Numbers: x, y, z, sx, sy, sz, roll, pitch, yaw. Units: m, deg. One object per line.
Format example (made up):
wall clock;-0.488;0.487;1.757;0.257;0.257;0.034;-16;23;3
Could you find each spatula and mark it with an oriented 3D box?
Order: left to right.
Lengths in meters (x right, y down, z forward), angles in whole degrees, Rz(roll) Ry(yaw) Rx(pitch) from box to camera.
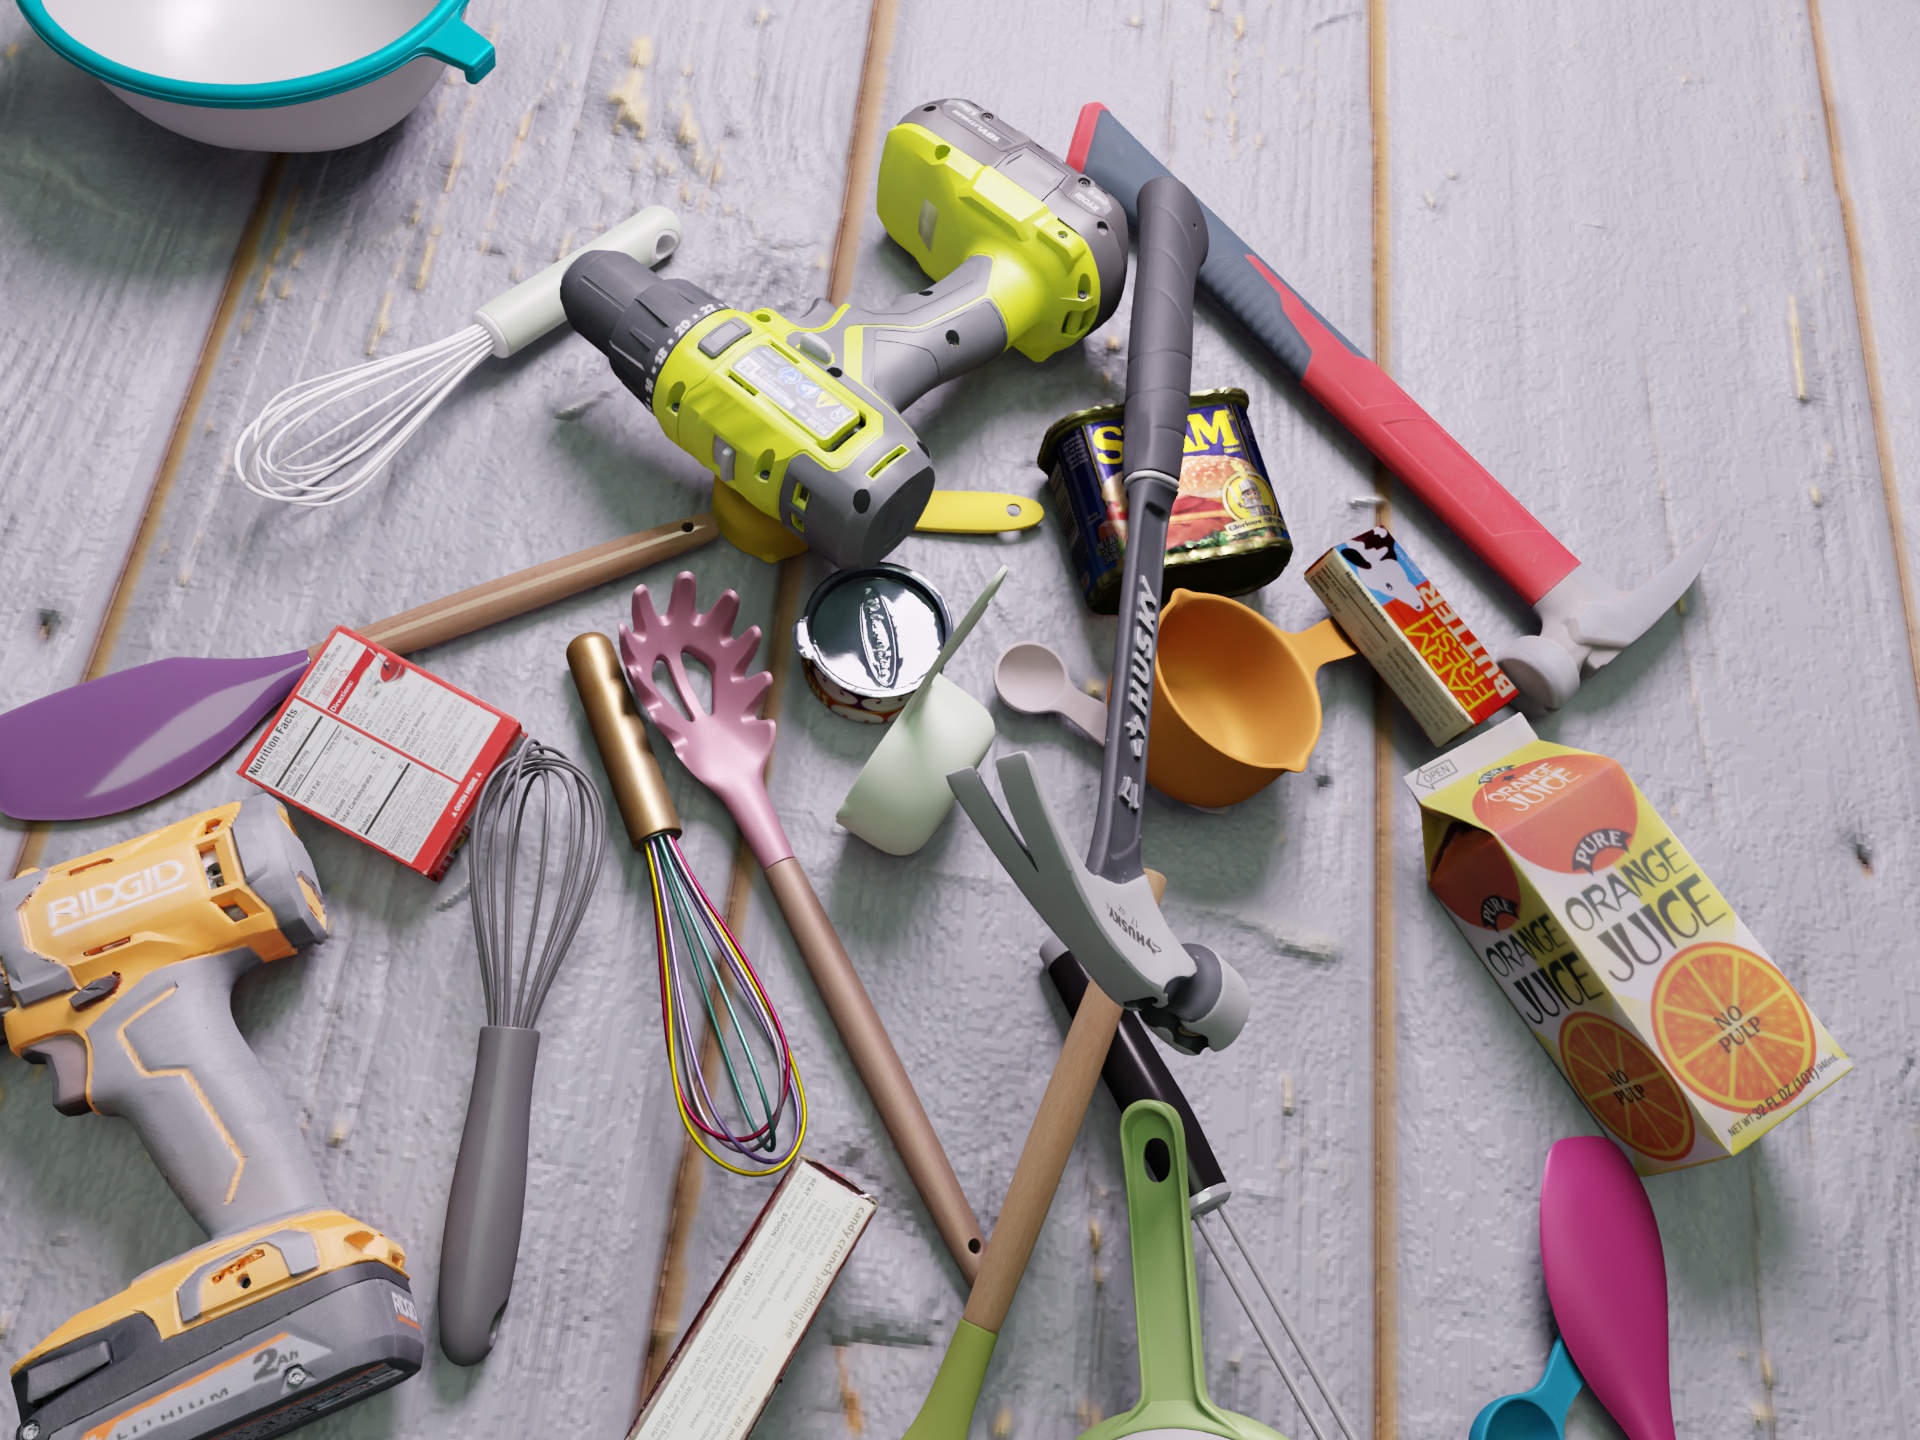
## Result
spatula;-0.252;-0.031;0.685;0.316;0.018;0.060;-22;77;-15

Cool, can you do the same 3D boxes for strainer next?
strainer;-0.390;-0.330;0.753;0.340;0.095;0.211;-13;67;-11
strainer;0.066;0.258;0.539;0.151;0.069;0.256;-11;68;24

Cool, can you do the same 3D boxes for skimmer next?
skimmer;0.116;0.250;0.611;0.127;0.090;0.364;-18;61;-20

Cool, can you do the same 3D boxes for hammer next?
hammer;0.071;-0.083;0.636;0.036;0.149;0.409;-18;46;32
hammer;0.200;-0.182;0.801;0.143;0.038;0.386;-37;76;-21

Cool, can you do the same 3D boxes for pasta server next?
pasta server;-0.061;0.081;0.653;0.060;0.040;0.316;-20;72;-27

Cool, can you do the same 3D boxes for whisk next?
whisk;-0.224;-0.175;0.736;0.059;0.057;0.246;39;63;18
whisk;-0.175;0.122;0.618;0.055;0.055;0.239;5;72;-6
whisk;-0.120;0.068;0.649;0.047;0.051;0.245;-21;68;-10

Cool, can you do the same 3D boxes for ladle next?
ladle;0.017;0.197;0.587;0.078;0.062;0.320;21;72;8

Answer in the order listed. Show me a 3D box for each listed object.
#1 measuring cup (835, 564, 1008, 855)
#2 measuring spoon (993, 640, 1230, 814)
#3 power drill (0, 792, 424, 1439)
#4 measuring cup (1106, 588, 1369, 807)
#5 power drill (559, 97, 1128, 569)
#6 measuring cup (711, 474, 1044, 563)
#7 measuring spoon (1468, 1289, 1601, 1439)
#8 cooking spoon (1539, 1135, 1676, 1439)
measuring cup;-0.001;-0.002;0.628;0.038;0.167;0.083;35;52;2
measuring spoon;0.067;0.008;0.718;0.124;0.018;0.034;34;67;-1
power drill;-0.306;0.153;0.568;0.185;0.084;0.226;-20;67;-15
measuring cup;0.137;-0.016;0.722;0.173;0.052;0.095;-20;72;-42
power drill;-0.049;-0.192;0.733;0.191;0.080;0.228;39;60;13
measuring cup;-0.037;-0.105;0.738;0.156;0.029;0.062;1;67;-4
measuring spoon;0.237;0.255;0.635;0.042;0.021;0.129;48;59;-5
cooking spoon;0.275;0.321;0.603;0.068;0.017;0.319;4;68;-27
